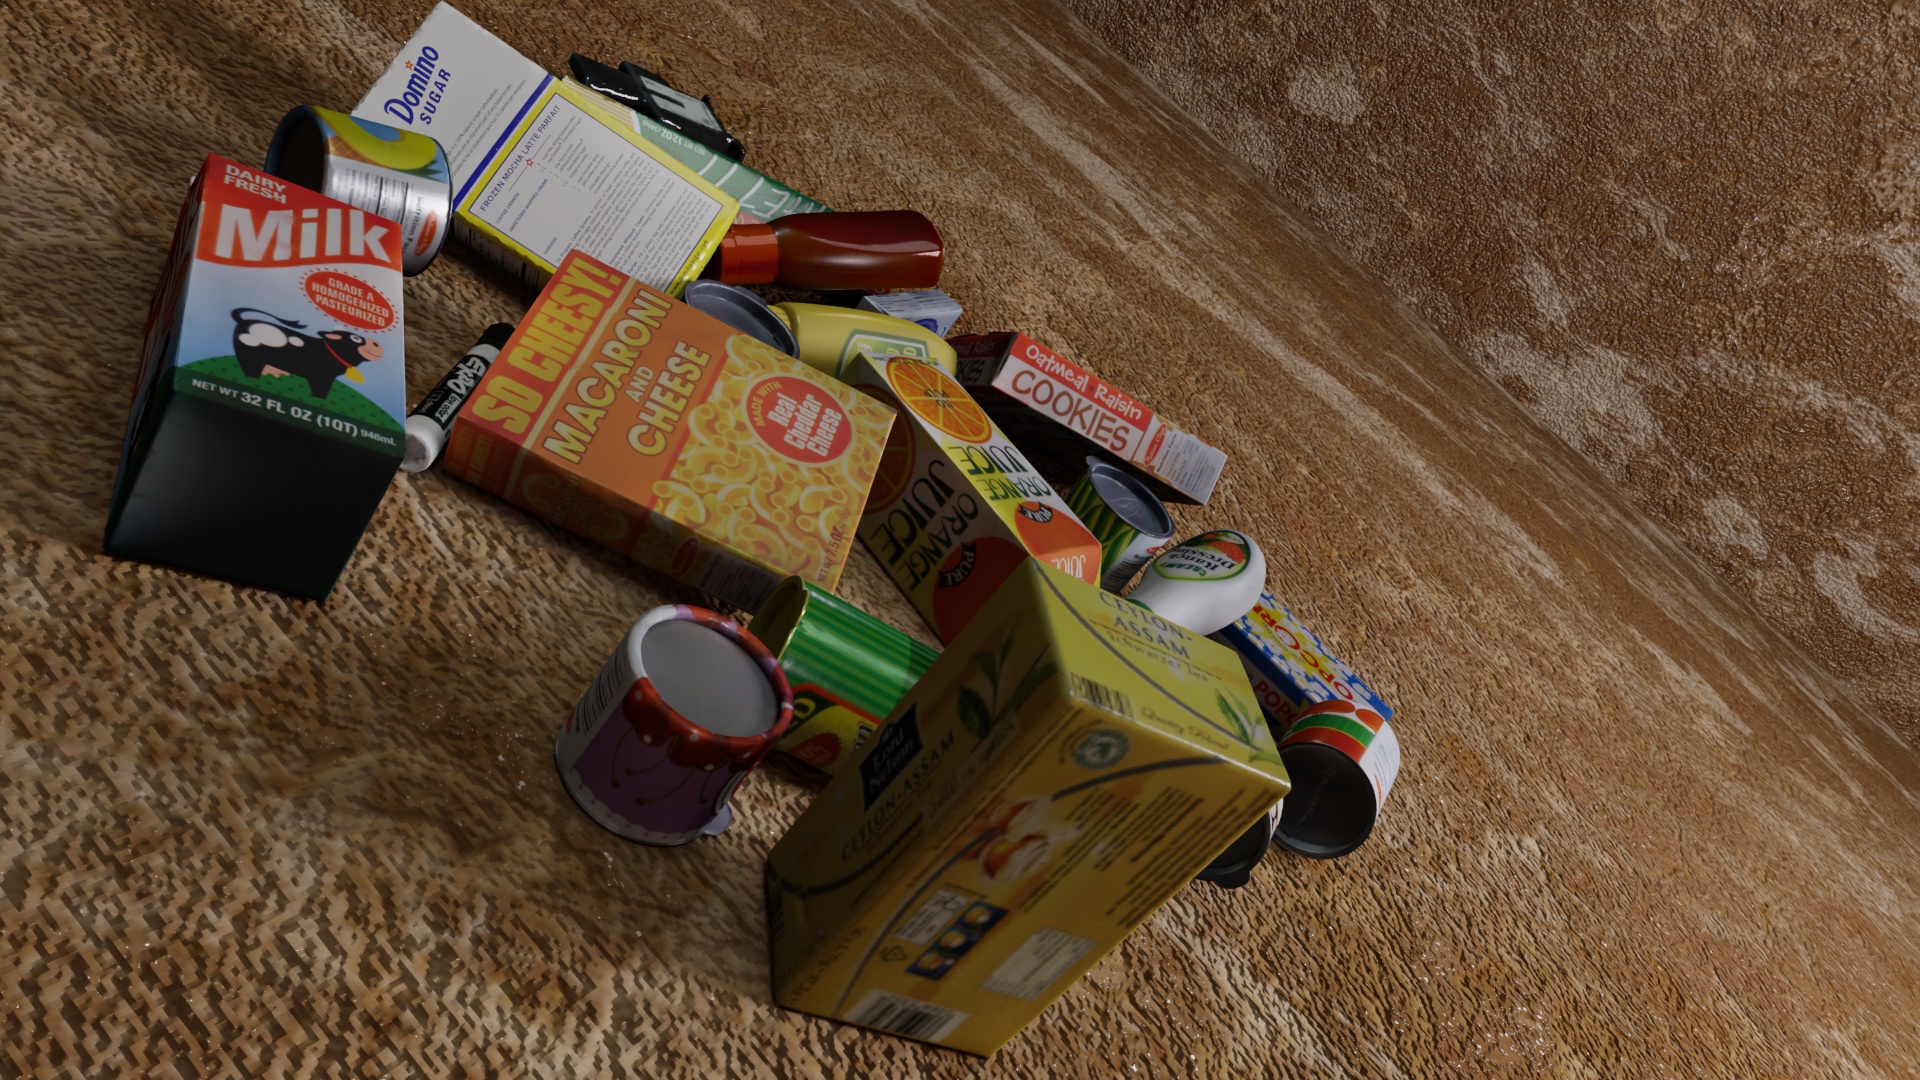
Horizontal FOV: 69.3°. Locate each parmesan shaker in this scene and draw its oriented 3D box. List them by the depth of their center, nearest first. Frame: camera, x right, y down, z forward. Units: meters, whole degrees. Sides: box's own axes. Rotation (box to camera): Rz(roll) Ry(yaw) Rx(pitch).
[{"bbox_3d":[-0.037,0.066,0.568,0.103,0.071,0.072,30,28,-19],"label":"parmesan shaker"}]

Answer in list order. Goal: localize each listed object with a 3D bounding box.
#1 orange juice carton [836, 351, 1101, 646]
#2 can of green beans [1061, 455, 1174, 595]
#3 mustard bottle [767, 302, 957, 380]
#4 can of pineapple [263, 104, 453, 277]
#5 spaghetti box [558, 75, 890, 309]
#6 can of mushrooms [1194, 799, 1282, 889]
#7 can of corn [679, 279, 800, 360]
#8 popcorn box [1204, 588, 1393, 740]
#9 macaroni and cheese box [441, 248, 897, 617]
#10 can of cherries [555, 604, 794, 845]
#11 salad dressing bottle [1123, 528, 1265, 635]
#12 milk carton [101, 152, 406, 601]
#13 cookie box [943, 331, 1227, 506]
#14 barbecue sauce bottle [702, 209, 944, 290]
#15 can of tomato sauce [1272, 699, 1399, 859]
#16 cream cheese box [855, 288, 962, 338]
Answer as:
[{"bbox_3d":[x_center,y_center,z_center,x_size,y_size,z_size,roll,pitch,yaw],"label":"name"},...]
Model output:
[{"bbox_3d":[0.003,-0.009,0.734,0.193,0.072,0.072,50,28,21],"label":"orange juice carton"},{"bbox_3d":[0.087,-0.006,0.853,0.071,0.057,0.071,30,28,-18],"label":"can of green beans"},{"bbox_3d":[-0.076,-0.104,0.794,0.160,0.065,0.049,8,10,-40],"label":"mustard bottle"},{"bbox_3d":[-0.272,-0.156,0.623,0.058,0.070,0.071,3,43,-50],"label":"can of pineapple"},{"bbox_3d":[-0.149,-0.215,0.890,0.250,0.028,0.050,20,66,-33],"label":"spaghetti box"},{"bbox_3d":[0.123,0.131,0.677,0.071,0.070,0.033,43,26,7],"label":"can of mushrooms"},{"bbox_3d":[-0.126,-0.092,0.716,0.071,0.058,0.071,30,28,-18],"label":"can of corn"},{"bbox_3d":[0.210,0.088,0.885,0.127,0.038,0.085,45,26,12],"label":"popcorn box"},{"bbox_3d":[-0.123,-0.045,0.617,0.166,0.040,0.124,26,45,-11],"label":"macaroni and cheese box"},{"bbox_3d":[-0.100,0.067,0.500,0.071,0.058,0.072,30,28,-17],"label":"can of cherries"},{"bbox_3d":[0.123,0.037,0.810,0.064,0.043,0.148,17,31,37],"label":"salad dressing bottle"},{"bbox_3d":[-0.253,-0.075,0.509,0.072,0.073,0.191,19,32,-35],"label":"milk carton"},{"bbox_3d":[0.071,-0.079,0.902,0.167,0.040,0.123,28,-5,-22],"label":"cookie box"},{"bbox_3d":[-0.088,-0.182,0.874,0.149,0.043,0.065,-9,40,-30],"label":"barbecue sauce bottle"},{"bbox_3d":[0.206,0.132,0.782,0.071,0.071,0.083,45,26,11],"label":"can of tomato sauce"},{"bbox_3d":[-0.042,-0.133,0.893,0.024,0.053,0.104,43,26,12],"label":"cream cheese box"}]
